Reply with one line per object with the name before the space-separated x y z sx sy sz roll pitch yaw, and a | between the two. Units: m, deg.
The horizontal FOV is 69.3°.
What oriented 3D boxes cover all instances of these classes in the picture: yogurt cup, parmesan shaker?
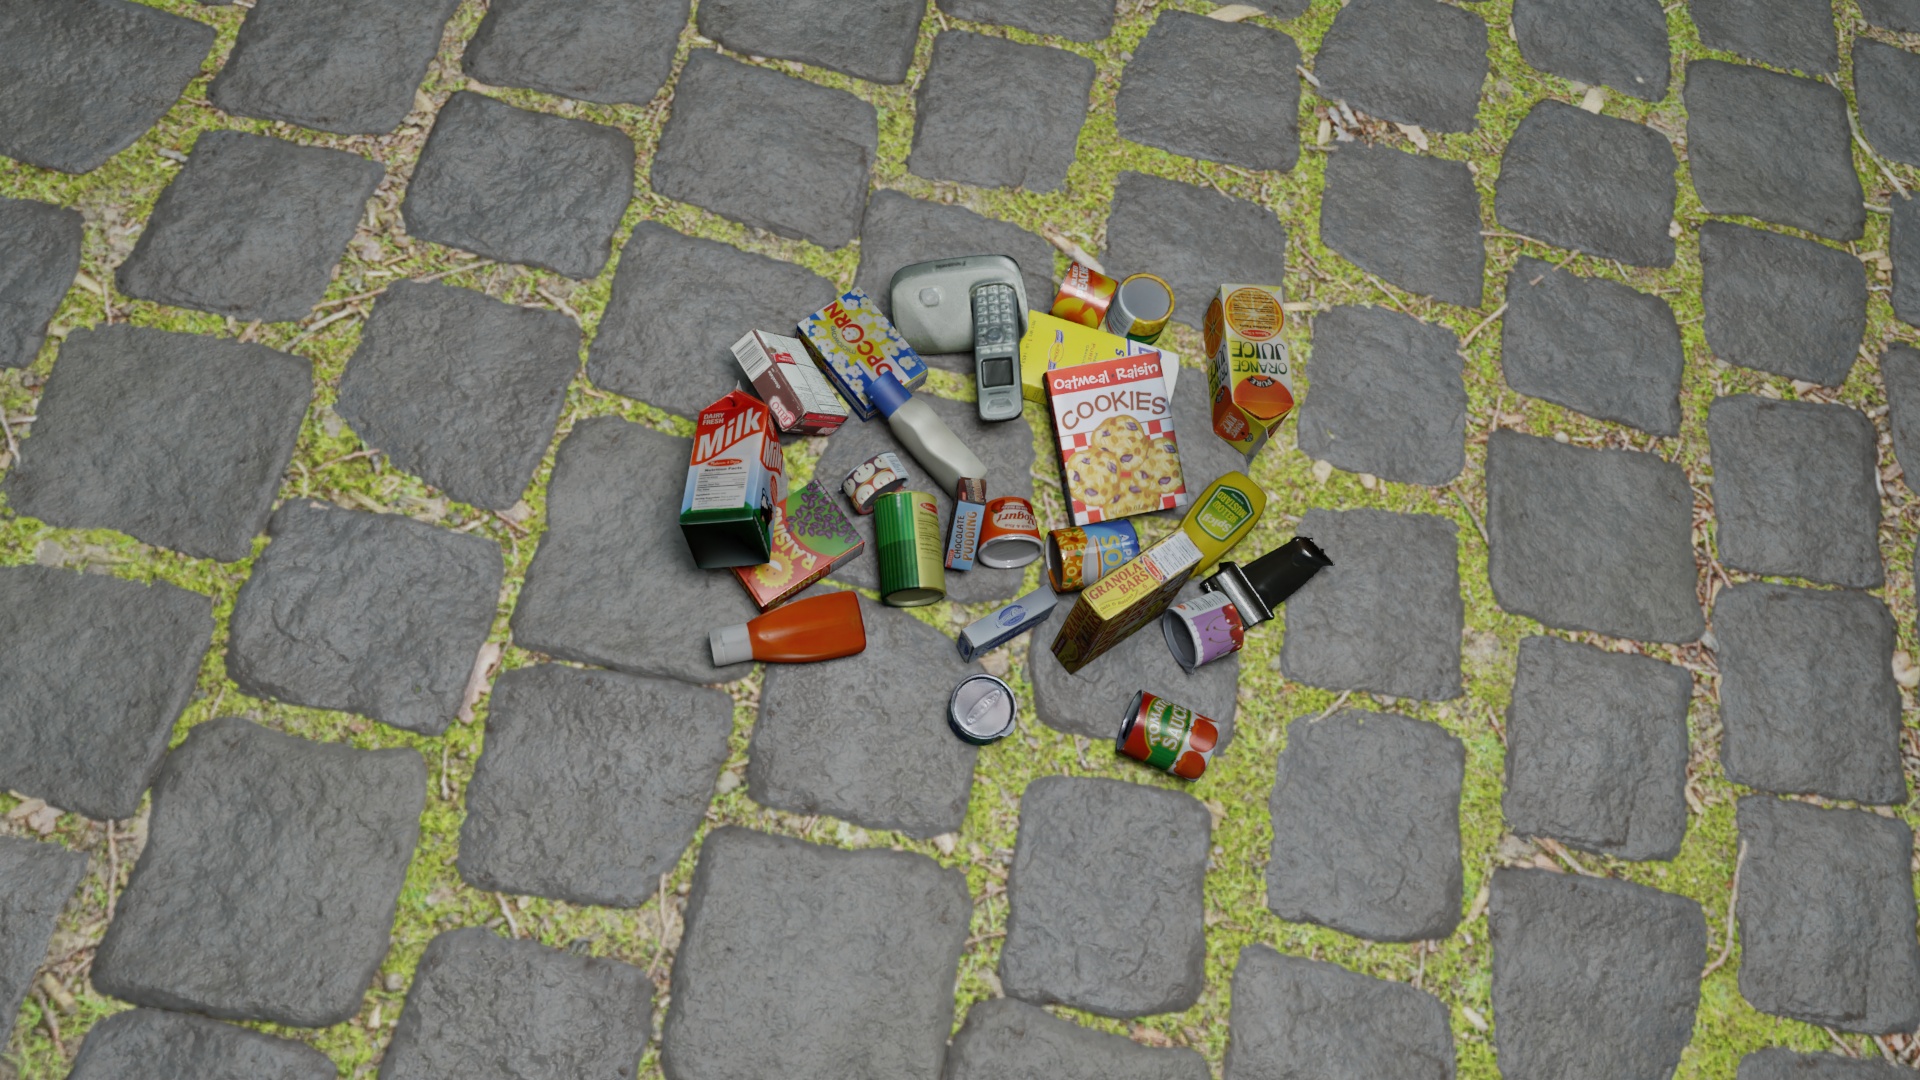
yogurt cup | 0.050 -0.009 1.428 0.072 0.072 0.054 -1 61 -9
parmesan shaker | -0.054 0.009 1.400 0.071 0.071 0.103 -2 69 -10

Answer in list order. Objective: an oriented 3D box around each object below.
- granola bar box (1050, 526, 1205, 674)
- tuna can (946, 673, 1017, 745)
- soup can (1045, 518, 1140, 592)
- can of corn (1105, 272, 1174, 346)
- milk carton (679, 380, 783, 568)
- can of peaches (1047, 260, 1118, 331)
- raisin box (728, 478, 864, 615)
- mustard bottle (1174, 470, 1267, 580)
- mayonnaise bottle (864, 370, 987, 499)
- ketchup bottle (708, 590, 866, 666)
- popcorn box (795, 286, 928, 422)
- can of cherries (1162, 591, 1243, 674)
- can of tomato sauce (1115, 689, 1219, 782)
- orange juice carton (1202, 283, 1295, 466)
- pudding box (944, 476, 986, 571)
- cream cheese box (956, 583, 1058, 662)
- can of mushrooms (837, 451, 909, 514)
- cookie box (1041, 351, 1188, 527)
granola bar box | 0.160 0.061 1.361 0.124 0.164 0.039 -31 74 -19
tuna can | 0.023 0.169 1.367 0.071 0.032 0.071 3 68 -8
soup can | 0.137 0.017 1.426 0.084 0.071 0.071 -9 70 -12
can of corn | 0.203 -0.258 1.554 0.071 0.058 0.071 3 68 -8
milk carton | -0.222 -0.069 1.377 0.073 0.072 0.191 -4 50 6
can of peaches | 0.137 -0.270 1.542 0.058 0.071 0.071 25 67 1
raisin box | -0.171 0.007 1.399 0.124 0.040 0.086 -33 77 -19
mustard bottle | 0.257 -0.004 1.465 0.065 0.048 0.161 40 68 9
mayonnaise bottle | -0.038 -0.111 1.439 0.041 0.064 0.148 -43 94 -22
ketchup bottle | -0.170 0.092 1.362 0.149 0.043 0.065 -10 69 -12
popcorn box | -0.106 -0.200 1.493 0.085 0.038 0.127 -36 77 -19
can of cherries | 0.248 0.094 1.417 0.058 0.071 0.071 -20 73 -17
can of tomato sauce | 0.204 0.192 1.366 0.083 0.071 0.071 23 67 0
orange juice carton | 0.319 -0.183 1.535 0.073 0.071 0.193 2 68 -8
pudding box | 0.005 -0.018 1.406 0.030 0.083 0.050 10 33 -5
cream cheese box | 0.047 0.083 1.394 0.104 0.053 0.024 -27 73 -18
can of mushrooms | -0.088 -0.057 1.424 0.071 0.070 0.033 -31 77 -19
cookie box | 0.162 -0.107 1.466 0.123 0.040 0.167 -11 88 -6
